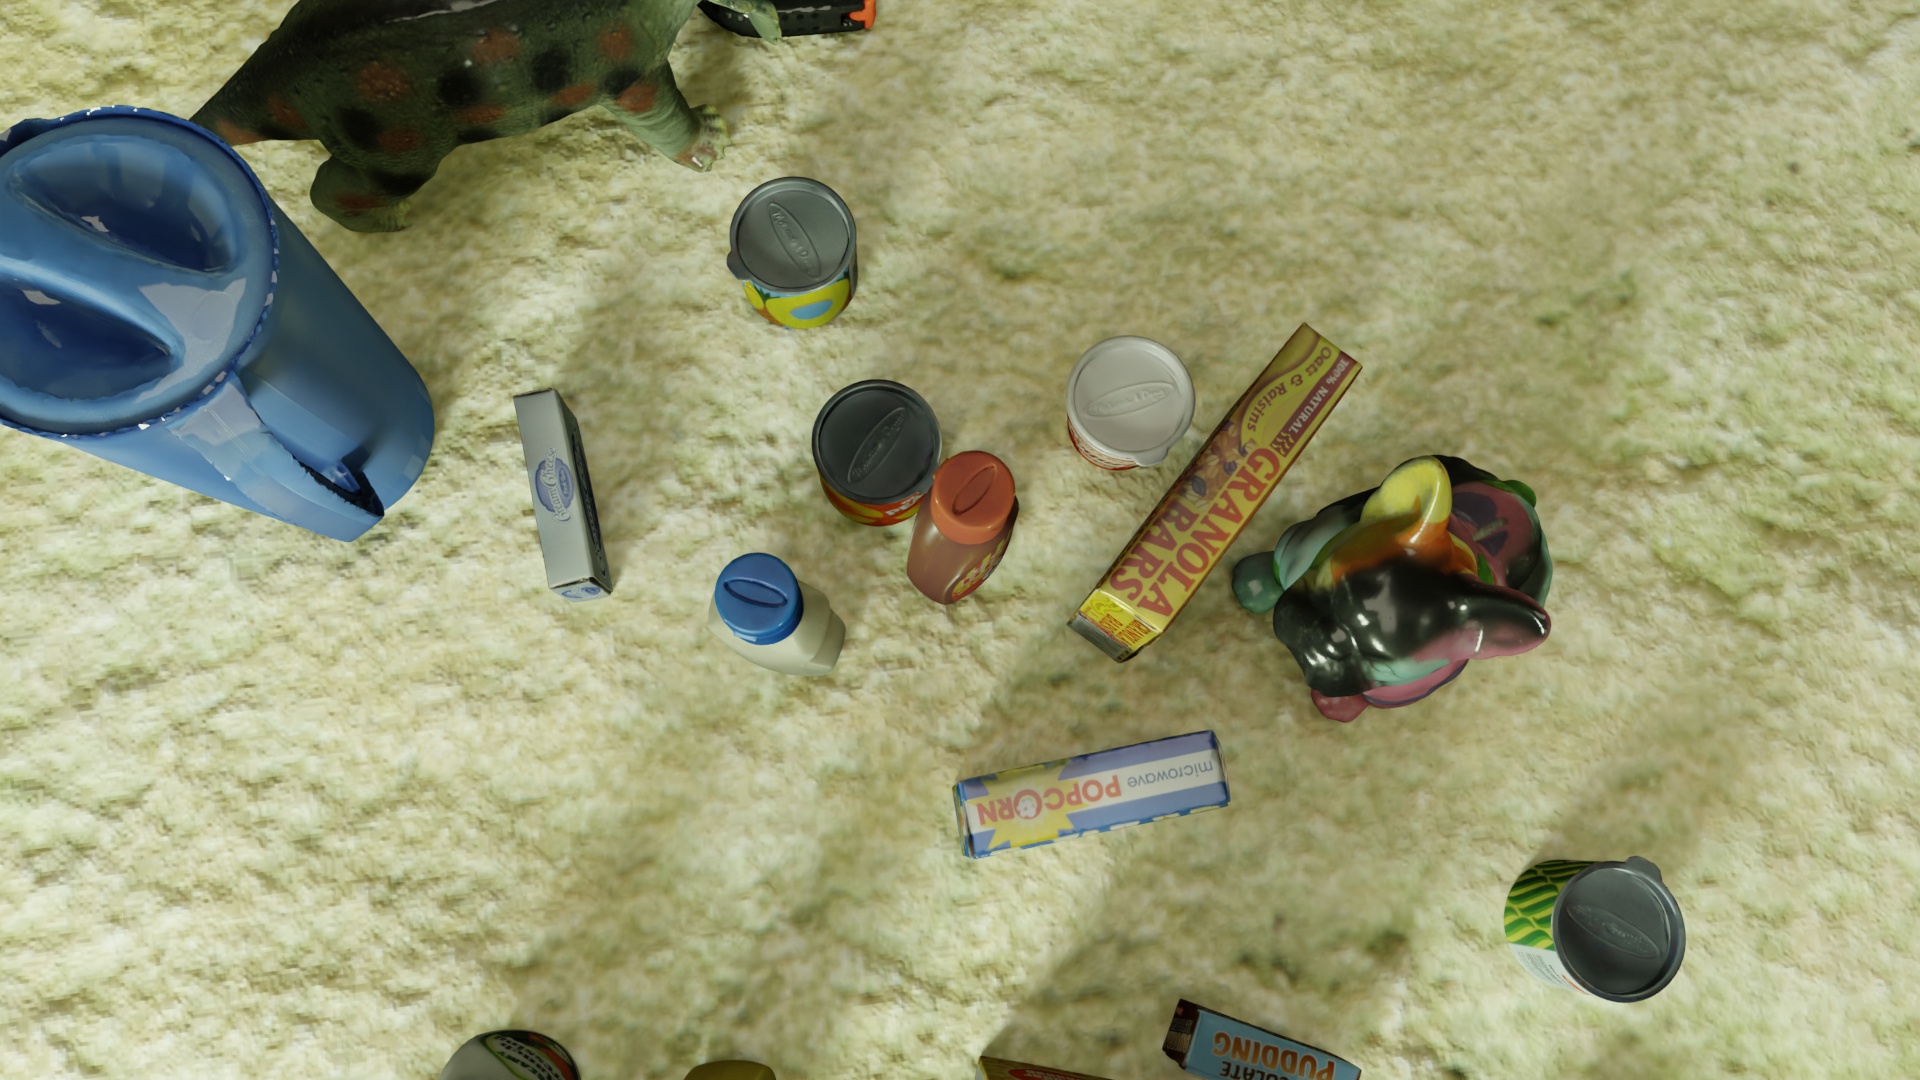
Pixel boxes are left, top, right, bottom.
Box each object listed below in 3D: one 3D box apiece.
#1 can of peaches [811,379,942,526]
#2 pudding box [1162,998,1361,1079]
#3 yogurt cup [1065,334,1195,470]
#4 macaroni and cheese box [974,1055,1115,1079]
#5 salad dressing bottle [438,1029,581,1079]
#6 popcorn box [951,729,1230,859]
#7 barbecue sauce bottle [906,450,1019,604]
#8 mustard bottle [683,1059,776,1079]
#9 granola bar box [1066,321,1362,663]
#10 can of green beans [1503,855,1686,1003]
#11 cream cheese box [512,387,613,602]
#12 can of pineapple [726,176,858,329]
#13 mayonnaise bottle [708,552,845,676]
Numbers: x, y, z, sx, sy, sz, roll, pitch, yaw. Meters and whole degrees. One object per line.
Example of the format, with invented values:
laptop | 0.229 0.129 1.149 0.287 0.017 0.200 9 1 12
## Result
can of peaches | -0.042 -0.043 0.729 0.071 0.058 0.071 1 78 -3
pudding box | 0.146 0.255 0.680 0.084 0.049 0.030 19 78 1
yogurt cup | 0.087 -0.070 0.743 0.072 0.054 0.072 1 78 -3
macaroni and cheese box | 0.070 0.271 0.613 0.124 0.166 0.040 10 78 -1
salad dressing bottle | -0.208 0.252 0.613 0.064 0.147 0.044 36 79 5
popcorn box | 0.061 0.126 0.685 0.127 0.085 0.038 -11 79 -5
barbecue sauce bottle | 0.002 -0.009 0.678 0.044 0.148 0.065 40 80 5
mustard bottle | -0.107 0.270 0.608 0.049 0.160 0.065 0 79 -3
granola bar box | 0.124 -0.018 0.698 0.039 0.124 0.166 38 79 5
can of green beans | 0.316 0.194 0.697 0.071 0.057 0.071 1 78 -3
cream cheese box | -0.205 -0.022 0.719 0.024 0.053 0.104 -13 79 -5
can of pineapple | -0.090 -0.154 0.751 0.071 0.057 0.071 1 78 -3
mayonnaise bottle | -0.090 0.036 0.664 0.065 0.148 0.041 16 78 1
